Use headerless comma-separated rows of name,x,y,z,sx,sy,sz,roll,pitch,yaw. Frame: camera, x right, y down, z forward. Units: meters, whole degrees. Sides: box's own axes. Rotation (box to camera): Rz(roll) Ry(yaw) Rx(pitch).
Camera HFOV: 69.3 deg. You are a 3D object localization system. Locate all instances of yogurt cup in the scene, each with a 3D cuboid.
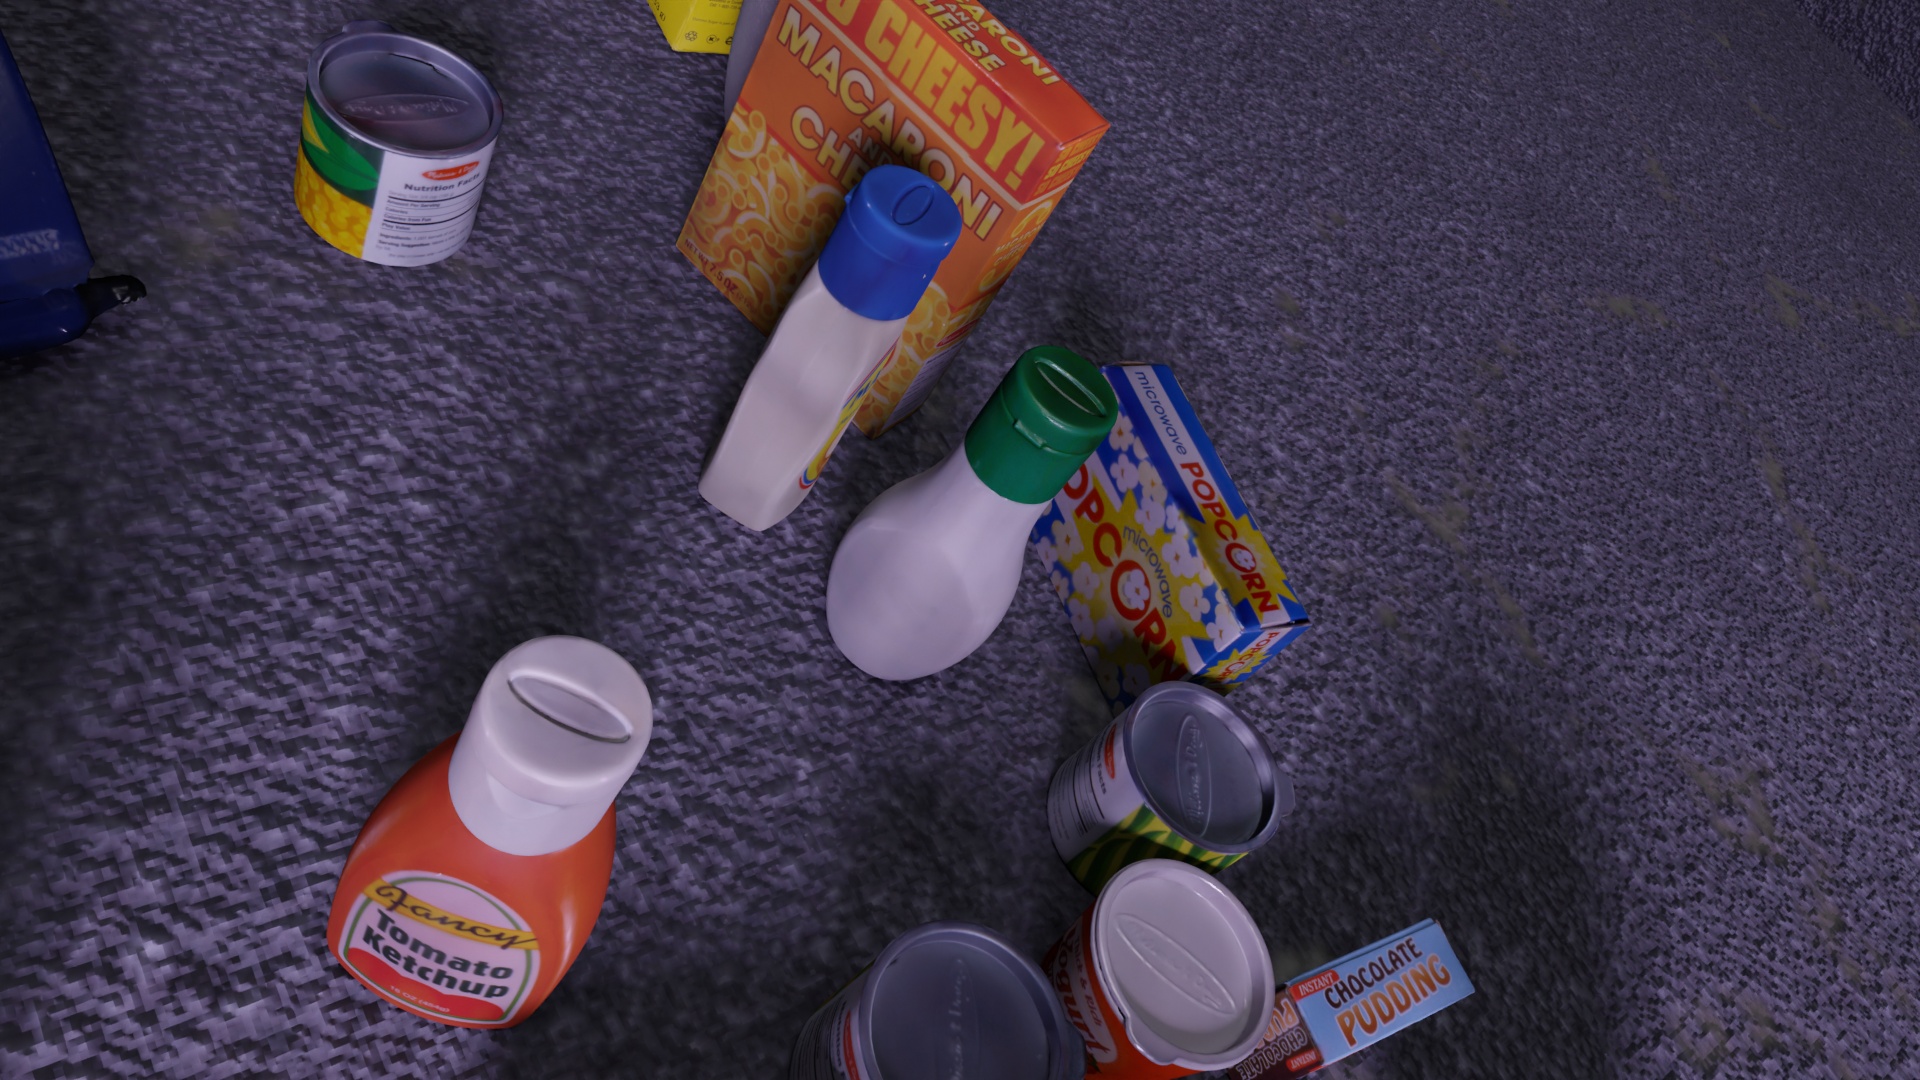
yogurt cup,0.061,0.147,0.459,0.072,0.053,0.073,17,49,-20

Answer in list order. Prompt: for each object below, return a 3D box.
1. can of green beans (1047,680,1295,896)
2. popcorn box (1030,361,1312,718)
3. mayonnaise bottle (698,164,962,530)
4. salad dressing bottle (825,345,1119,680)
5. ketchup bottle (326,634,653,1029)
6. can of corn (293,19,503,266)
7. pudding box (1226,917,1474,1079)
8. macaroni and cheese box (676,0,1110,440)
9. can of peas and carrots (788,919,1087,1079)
can of green beans,0.073,0.094,0.505,0.071,0.057,0.071,17,49,-20
popcorn box,0.075,0.003,0.558,0.038,0.084,0.127,-5,59,-35
mayonnaise bottle,-0.047,-0.067,0.493,0.041,0.147,0.065,34,45,-4
salad dressing bottle,0.002,-0.006,0.476,0.064,0.147,0.044,41,45,2
ketchup bottle,-0.114,0.074,0.341,0.065,0.148,0.044,28,46,-11
can of corn,-0.211,-0.147,0.518,0.071,0.058,0.071,17,49,-20
pudding box,0.135,0.165,0.493,0.084,0.049,0.030,-7,61,-36
macaroni and cheese box,-0.034,-0.138,0.544,0.124,0.165,0.040,45,45,6
can of peas and carrots,-0.008,0.154,0.408,0.071,0.058,0.071,17,49,-20
